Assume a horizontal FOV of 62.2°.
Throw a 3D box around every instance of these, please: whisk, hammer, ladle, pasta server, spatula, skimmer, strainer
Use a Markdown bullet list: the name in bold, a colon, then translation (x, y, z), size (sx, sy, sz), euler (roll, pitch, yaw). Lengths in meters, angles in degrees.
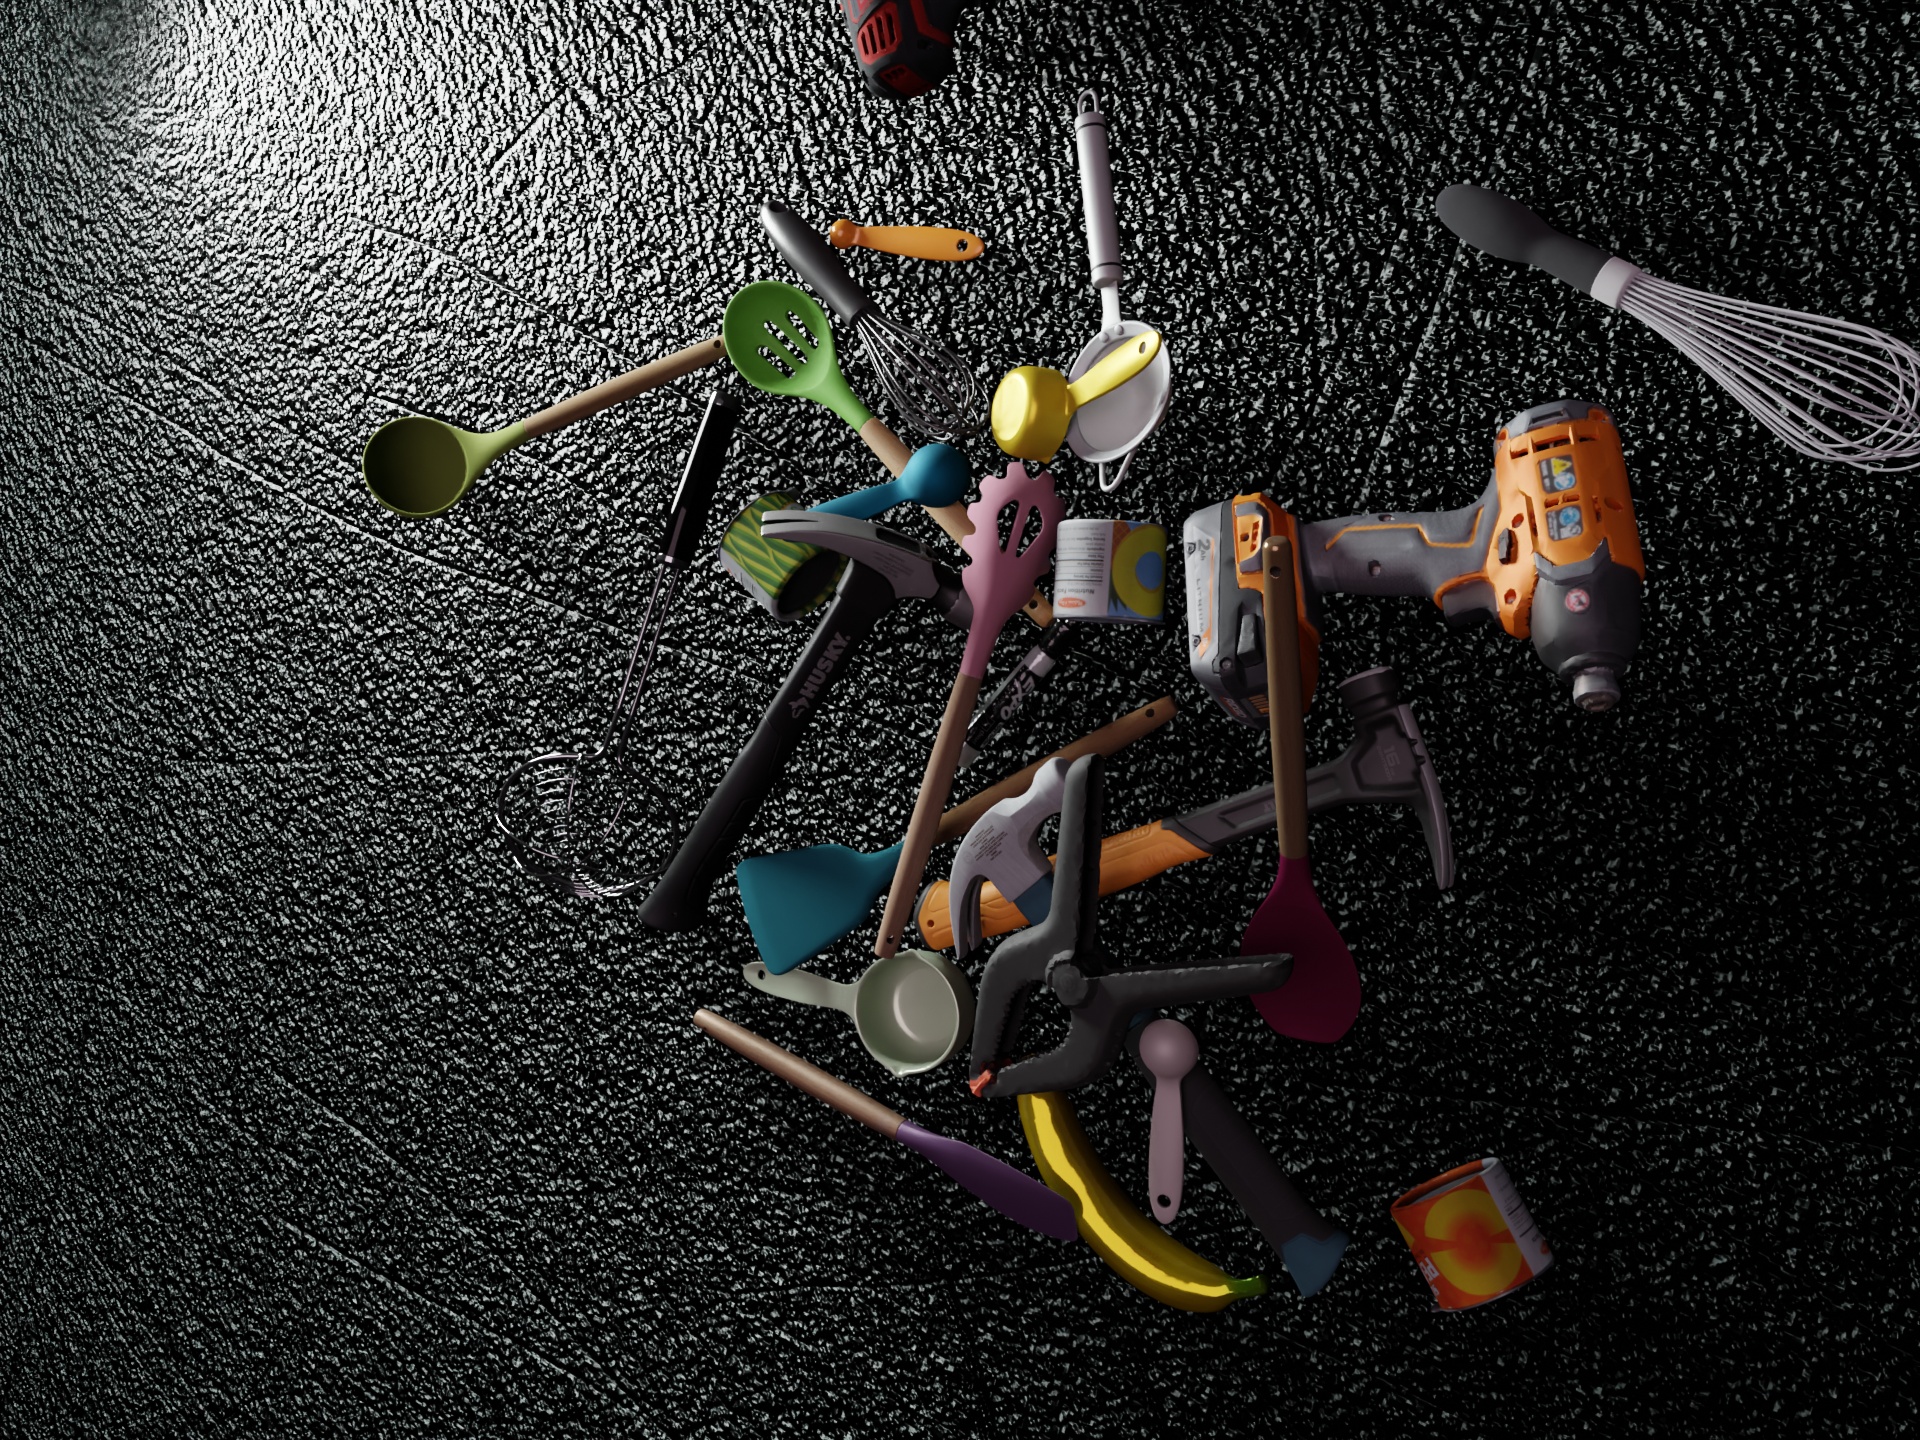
- **whisk**: translation (0.363, -0.208, 0.811), size (0.285, 0.070, 0.070), euler (38, 107, 27)
- **hammer**: translation (0.113, 0.187, 0.927), size (0.128, 0.033, 0.331), euler (-42, 81, 26)
- **hammer**: translation (0.119, 0.084, 0.947), size (0.337, 0.034, 0.127), euler (-22, 80, 26)
- **ladle**: translation (-0.298, -0.221, 1.147), size (0.320, 0.062, 0.078), euler (-16, 86, 24)
- **pasta server**: translation (-0.002, -0.003, 0.978), size (0.060, 0.040, 0.316), euler (17, 99, -4)
- **spatula**: translation (-0.057, 0.257, 1.033), size (0.316, 0.018, 0.059), euler (21, 137, 31)
- **whisk**: translation (-0.061, -0.264, 1.032), size (0.055, 0.055, 0.239), euler (-47, 66, 20)
- **skimmer**: translation (-0.220, -0.051, 1.113), size (0.127, 0.090, 0.363), euler (18, 87, -9)
- **strainer**: translation (0.092, -0.259, 0.955), size (0.087, 0.050, 0.258), euler (-14, 78, 46)
- **spatula**: translation (-0.003, 0.063, 1.004), size (0.317, 0.044, 0.082), euler (-30, 68, 23)
- **hammer**: translation (-0.128, 0.012, 1.044), size (0.146, 0.035, 0.334), euler (26, 115, -18)

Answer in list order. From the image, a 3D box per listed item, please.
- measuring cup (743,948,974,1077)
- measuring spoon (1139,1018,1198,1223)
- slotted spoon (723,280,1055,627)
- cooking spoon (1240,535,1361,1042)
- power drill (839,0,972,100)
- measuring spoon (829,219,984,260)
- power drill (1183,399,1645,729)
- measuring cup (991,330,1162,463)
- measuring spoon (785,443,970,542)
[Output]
- **measuring cup**: translation (-0.066, 0.179, 1.042), size (0.168, 0.038, 0.083), euler (9, 94, 29)
- **measuring spoon**: translation (0.116, 0.231, 0.904), size (0.034, 0.018, 0.124), euler (4, 101, 24)
- **slotted spoon**: translation (-0.045, -0.172, 1.033), size (0.070, 0.031, 0.314), euler (-46, 73, 12)
- **cooking spoon**: translation (0.177, 0.049, 0.847), size (0.069, 0.017, 0.318), euler (7, 124, 26)
- **power drill**: translation (0.016, -0.510, 0.974), size (0.227, 0.080, 0.188), euler (-15, 83, 29)
- **measuring spoon**: translation (-0.037, -0.313, 1.035), size (0.117, 0.011, 0.021), euler (14, 97, 26)
- **power drill**: translation (0.238, -0.065, 0.836), size (0.226, 0.084, 0.164), euler (-13, 61, 26)
- **measuring cup**: translation (0.064, -0.196, 0.930), size (0.156, 0.029, 0.062), euler (-19, 71, 61)
- **measuring spoon**: translation (-0.056, -0.141, 1.002), size (0.128, 0.021, 0.042), euler (-21, 76, 2)
